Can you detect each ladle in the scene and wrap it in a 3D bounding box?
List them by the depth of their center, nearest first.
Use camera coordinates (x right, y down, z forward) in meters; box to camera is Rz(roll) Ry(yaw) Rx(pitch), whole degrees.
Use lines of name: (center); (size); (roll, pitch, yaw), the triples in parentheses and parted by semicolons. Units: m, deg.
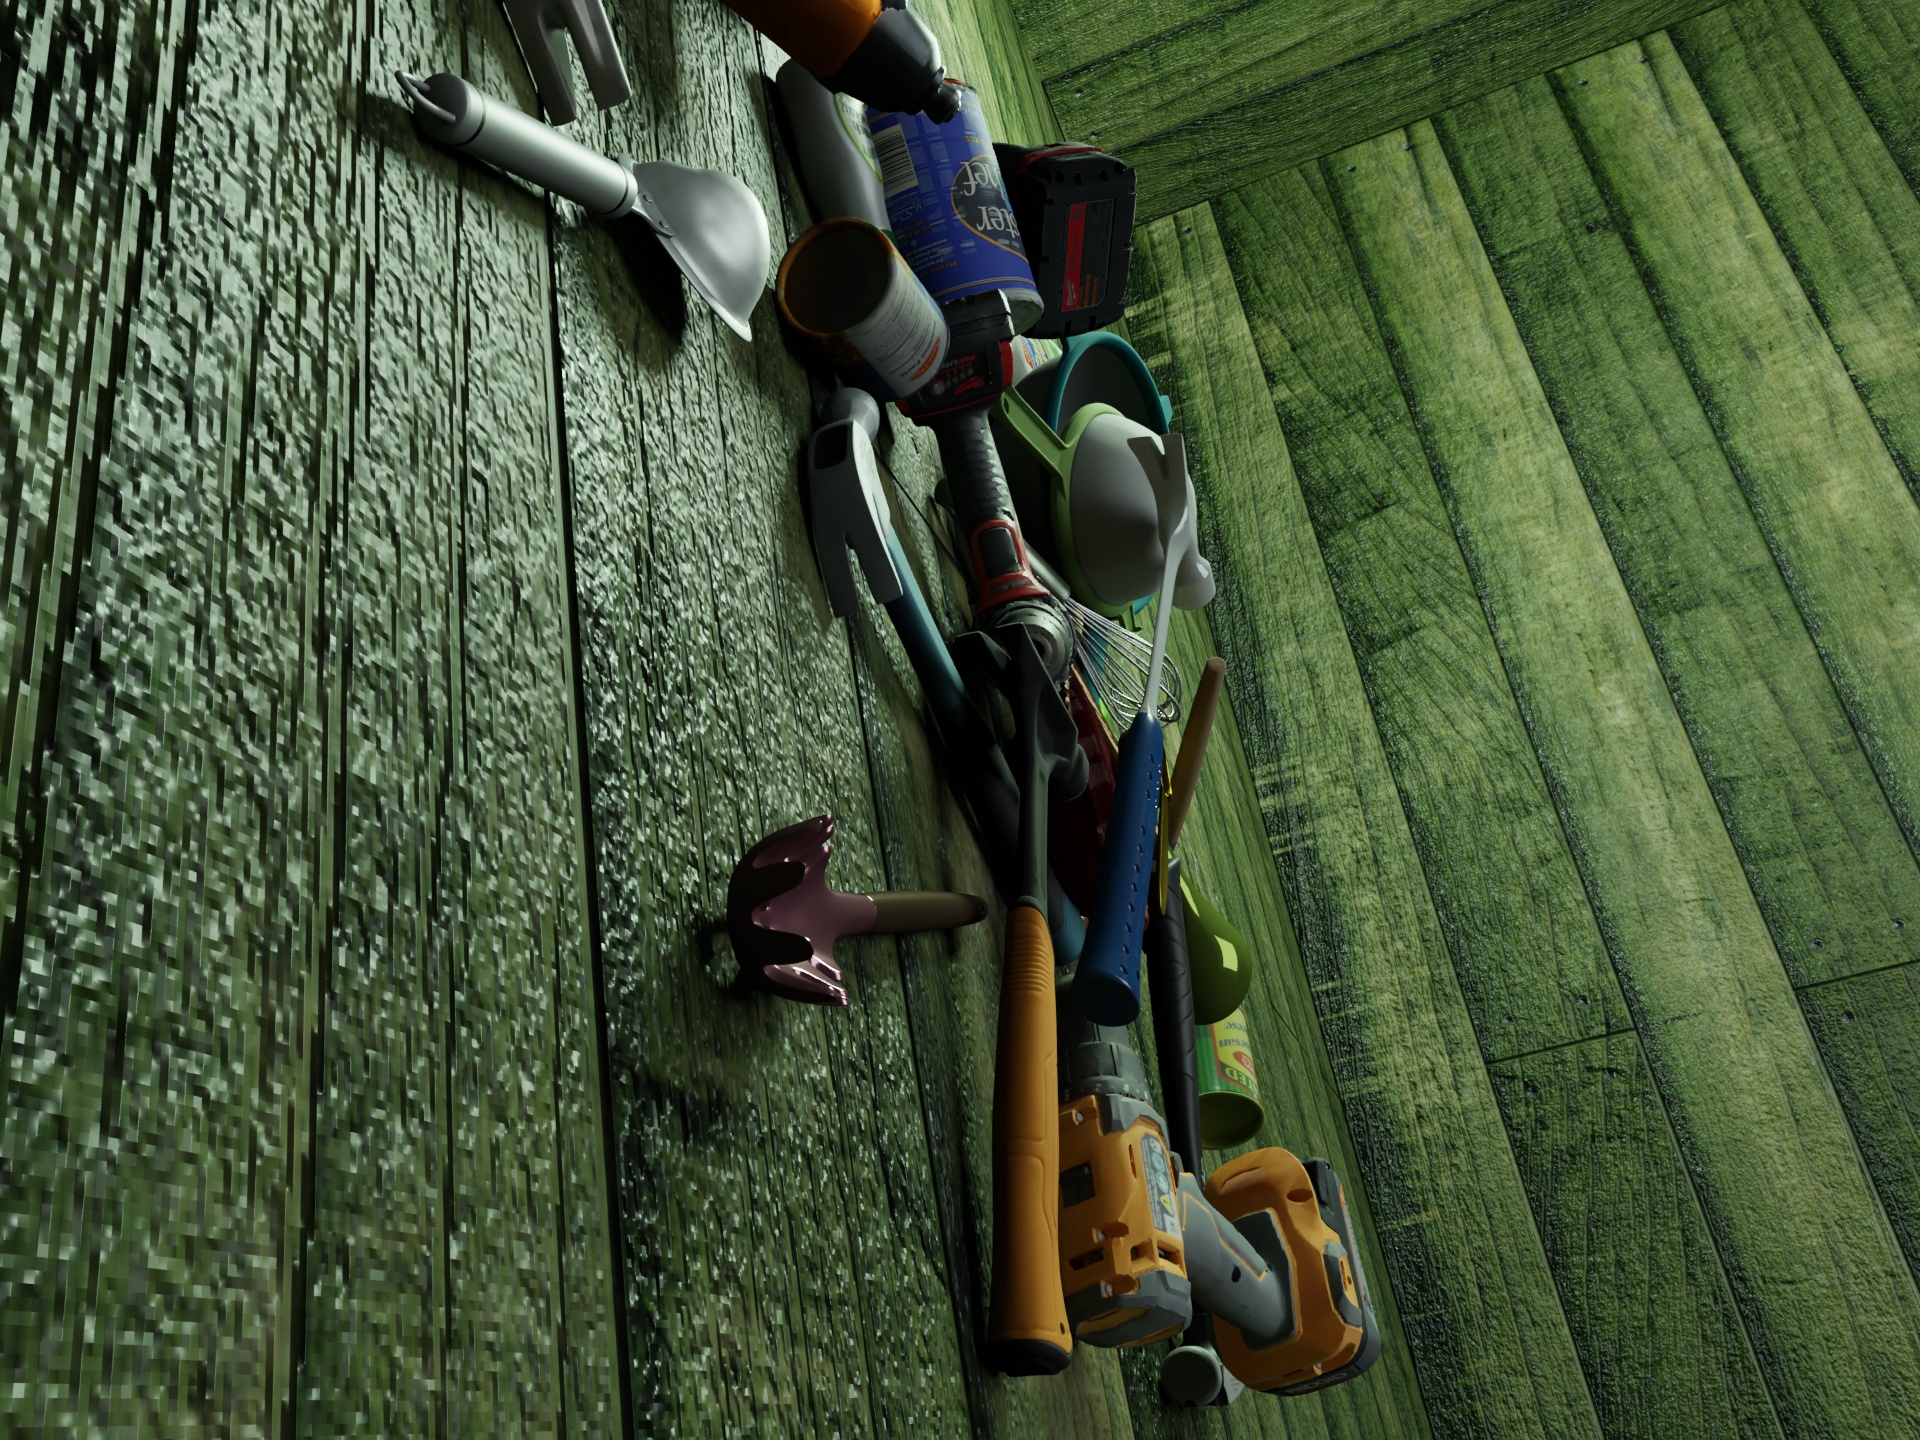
ladle: (0.113, 0.063, 1.099); (0.078, 0.062, 0.320); (-27, 90, -48)

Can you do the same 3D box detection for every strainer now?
strainer: (-0.119, -0.188, 0.567); (0.087, 0.050, 0.258); (58, 16, 5)
strainer: (0.101, -0.165, 1.072); (0.256, 0.069, 0.151); (33, 62, -55)
strainer: (0.071, -0.116, 1.181); (0.210, 0.095, 0.340); (20, 74, -57)

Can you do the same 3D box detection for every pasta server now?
pasta server: (-0.024, 0.075, 0.622); (0.316, 0.040, 0.060); (24, 60, -74)

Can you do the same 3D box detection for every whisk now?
whisk: (0.068, -0.074, 1.053); (0.246, 0.059, 0.058); (43, -9, -26)

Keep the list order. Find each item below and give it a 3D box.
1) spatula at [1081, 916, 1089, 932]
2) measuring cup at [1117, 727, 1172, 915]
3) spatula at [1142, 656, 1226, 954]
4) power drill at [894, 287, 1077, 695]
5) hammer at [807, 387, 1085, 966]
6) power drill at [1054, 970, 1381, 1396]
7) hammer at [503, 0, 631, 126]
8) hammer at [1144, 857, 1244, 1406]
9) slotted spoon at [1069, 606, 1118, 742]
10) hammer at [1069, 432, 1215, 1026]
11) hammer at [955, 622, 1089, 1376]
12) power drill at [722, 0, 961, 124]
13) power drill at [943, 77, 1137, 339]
spatula: (0.103, 0.100, 1.151); (0.317, 0.044, 0.082); (-41, 113, -71)
measuring cup: (0.117, 0.064, 1.016); (0.157, 0.029, 0.062); (-82, 158, -47)
spatula: (0.152, 0.068, 1.128); (0.315, 0.018, 0.060); (96, -14, -48)
power drill: (0.015, -0.120, 0.899); (0.188, 0.080, 0.226); (-88, 163, -85)
hammer: (-0.001, -0.003, 0.824); (0.128, 0.033, 0.330); (-88, 157, -57)
power drill: (0.120, 0.244, 0.831); (0.226, 0.084, 0.186); (35, 35, -39)
hammer: (-0.174, -0.214, 0.379); (0.386, 0.038, 0.143); (-73, 145, -68)
hammer: (0.141, 0.247, 0.997); (0.146, 0.035, 0.335); (45, 38, -62)
slotted spoon: (0.095, -0.060, 1.259); (0.070, 0.031, 0.314); (61, 11, -55)
hammer: (0.106, -0.007, 0.915); (0.406, 0.035, 0.143); (-75, 155, -44)
hammer: (0.029, 0.115, 0.713); (0.127, 0.034, 0.337); (60, 25, -47)
power drill: (-0.066, -0.414, 0.876); (0.164, 0.084, 0.227); (33, 32, -24)
power drill: (0.023, -0.348, 1.099); (0.220, 0.078, 0.143); (44, -38, 44)
